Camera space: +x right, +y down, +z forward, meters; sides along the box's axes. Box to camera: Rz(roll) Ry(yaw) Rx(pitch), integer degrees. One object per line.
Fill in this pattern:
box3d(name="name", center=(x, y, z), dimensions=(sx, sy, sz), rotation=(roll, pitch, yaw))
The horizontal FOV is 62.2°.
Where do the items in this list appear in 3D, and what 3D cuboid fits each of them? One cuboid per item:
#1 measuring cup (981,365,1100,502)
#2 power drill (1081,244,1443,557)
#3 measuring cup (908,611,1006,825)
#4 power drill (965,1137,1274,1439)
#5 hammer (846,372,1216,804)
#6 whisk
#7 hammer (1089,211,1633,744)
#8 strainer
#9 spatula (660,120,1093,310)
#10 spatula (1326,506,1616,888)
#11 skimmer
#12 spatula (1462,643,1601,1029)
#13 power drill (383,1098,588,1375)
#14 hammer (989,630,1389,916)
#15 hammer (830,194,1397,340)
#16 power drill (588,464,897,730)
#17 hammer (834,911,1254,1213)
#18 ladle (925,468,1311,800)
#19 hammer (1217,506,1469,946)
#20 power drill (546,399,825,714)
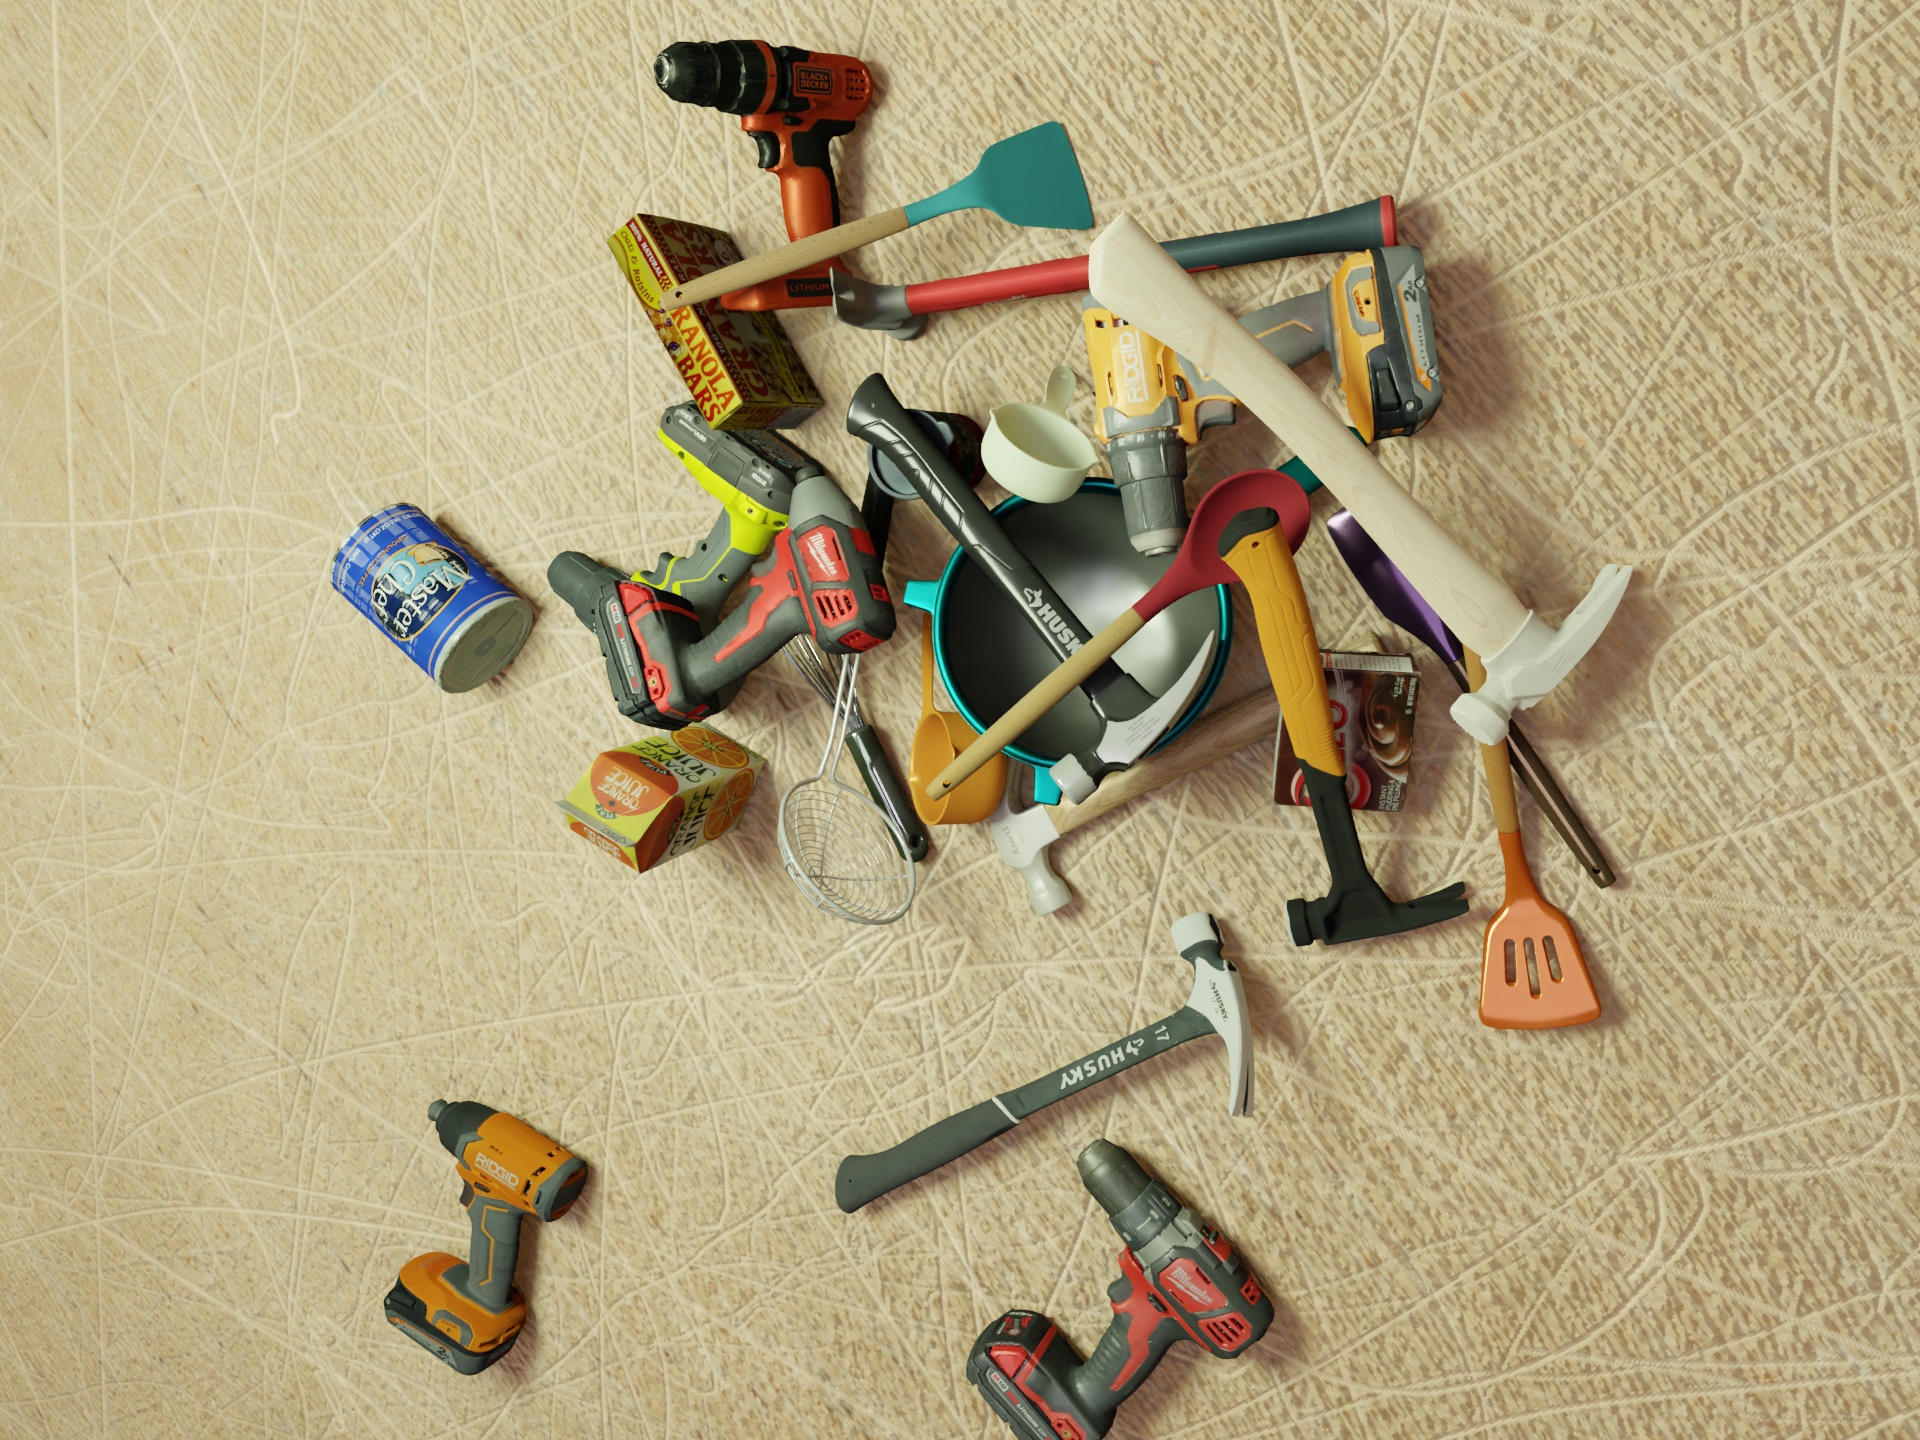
box3d(name="measuring cup", center=(0.059, -0.206, 1.125), dimensions=(0.083, 0.168, 0.038), rotation=(24, 125, -5))
box3d(name="power drill", center=(0.202, -0.215, 1.070), dimensions=(0.226, 0.084, 0.185), rotation=(-8, 88, 11))
box3d(name="measuring cup", center=(-0.002, -0.004, 1.230), dimensions=(0.095, 0.052, 0.174), rotation=(145, 125, -63))
box3d(name="power drill", center=(0.107, 0.454, 1.246), dimensions=(0.226, 0.080, 0.188), rotation=(-45, 81, 19))
box3d(name="hammer", center=(0.034, -0.114, 1.103), dimensions=(0.146, 0.035, 0.335), rotation=(-39, 77, 3))
box3d(name="whisk", center=(-0.085, 0.002, 1.271), dimensions=(0.059, 0.058, 0.246), rotation=(-22, 95, 58))
box3d(name="hammer", center=(0.245, -0.170, 0.999), dimensions=(0.410, 0.038, 0.146), rotation=(42, 90, -12))
box3d(name="strainer", center=(0.144, -0.098, 1.147), dimensions=(0.340, 0.095, 0.211), rotation=(-34, 77, 2))
box3d(name="spatula", center=(-0.062, -0.348, 1.140), dimensions=(0.317, 0.044, 0.082), rotation=(-19, 93, 0))
box3d(name="spatula", center=(0.359, -0.022, 1.099), dimensions=(0.060, 0.018, 0.316), rotation=(-35, 84, 27))
box3d(name="skimmer", center=(-0.065, -0.031, 1.207), dimensions=(0.090, 0.127, 0.363), rotation=(6, 85, 46))
box3d(name="spatula", center=(0.369, 0.055, 1.081), dimensions=(0.081, 0.041, 0.322), rotation=(-9, 103, 24))
box3d(name="power drill", center=(-0.452, 0.467, 1.475), dimensions=(0.164, 0.084, 0.226), rotation=(26, 103, 17))
box3d(name="hammer", center=(0.164, 0.022, 1.179), dimensions=(0.331, 0.031, 0.130), rotation=(-29, 87, 23))
box3d(name="hammer", center=(0.102, -0.316, 1.103), dimensions=(0.386, 0.143, 0.038), rotation=(-4, 95, 19))
box3d(name="power drill", center=(-0.160, -0.090, 1.185), dimensions=(0.219, 0.078, 0.143), rotation=(-24, 74, 20))
box3d(name="hammer", center=(0.054, 0.302, 1.245), dimensions=(0.409, 0.036, 0.149), rotation=(-33, 58, 27))
box3d(name="ladle", center=(0.099, -0.051, 1.048), dimensions=(0.315, 0.031, 0.069), rotation=(-41, 98, 6))
box3d(name="hammer", center=(0.244, 0.009, 1.064), dimensions=(0.127, 0.034, 0.336), rotation=(-13, 118, 17))
box3d(name="power drill", center=(-0.227, -0.141, 1.290), dimensions=(0.190, 0.080, 0.228), rotation=(37, 112, 12))
